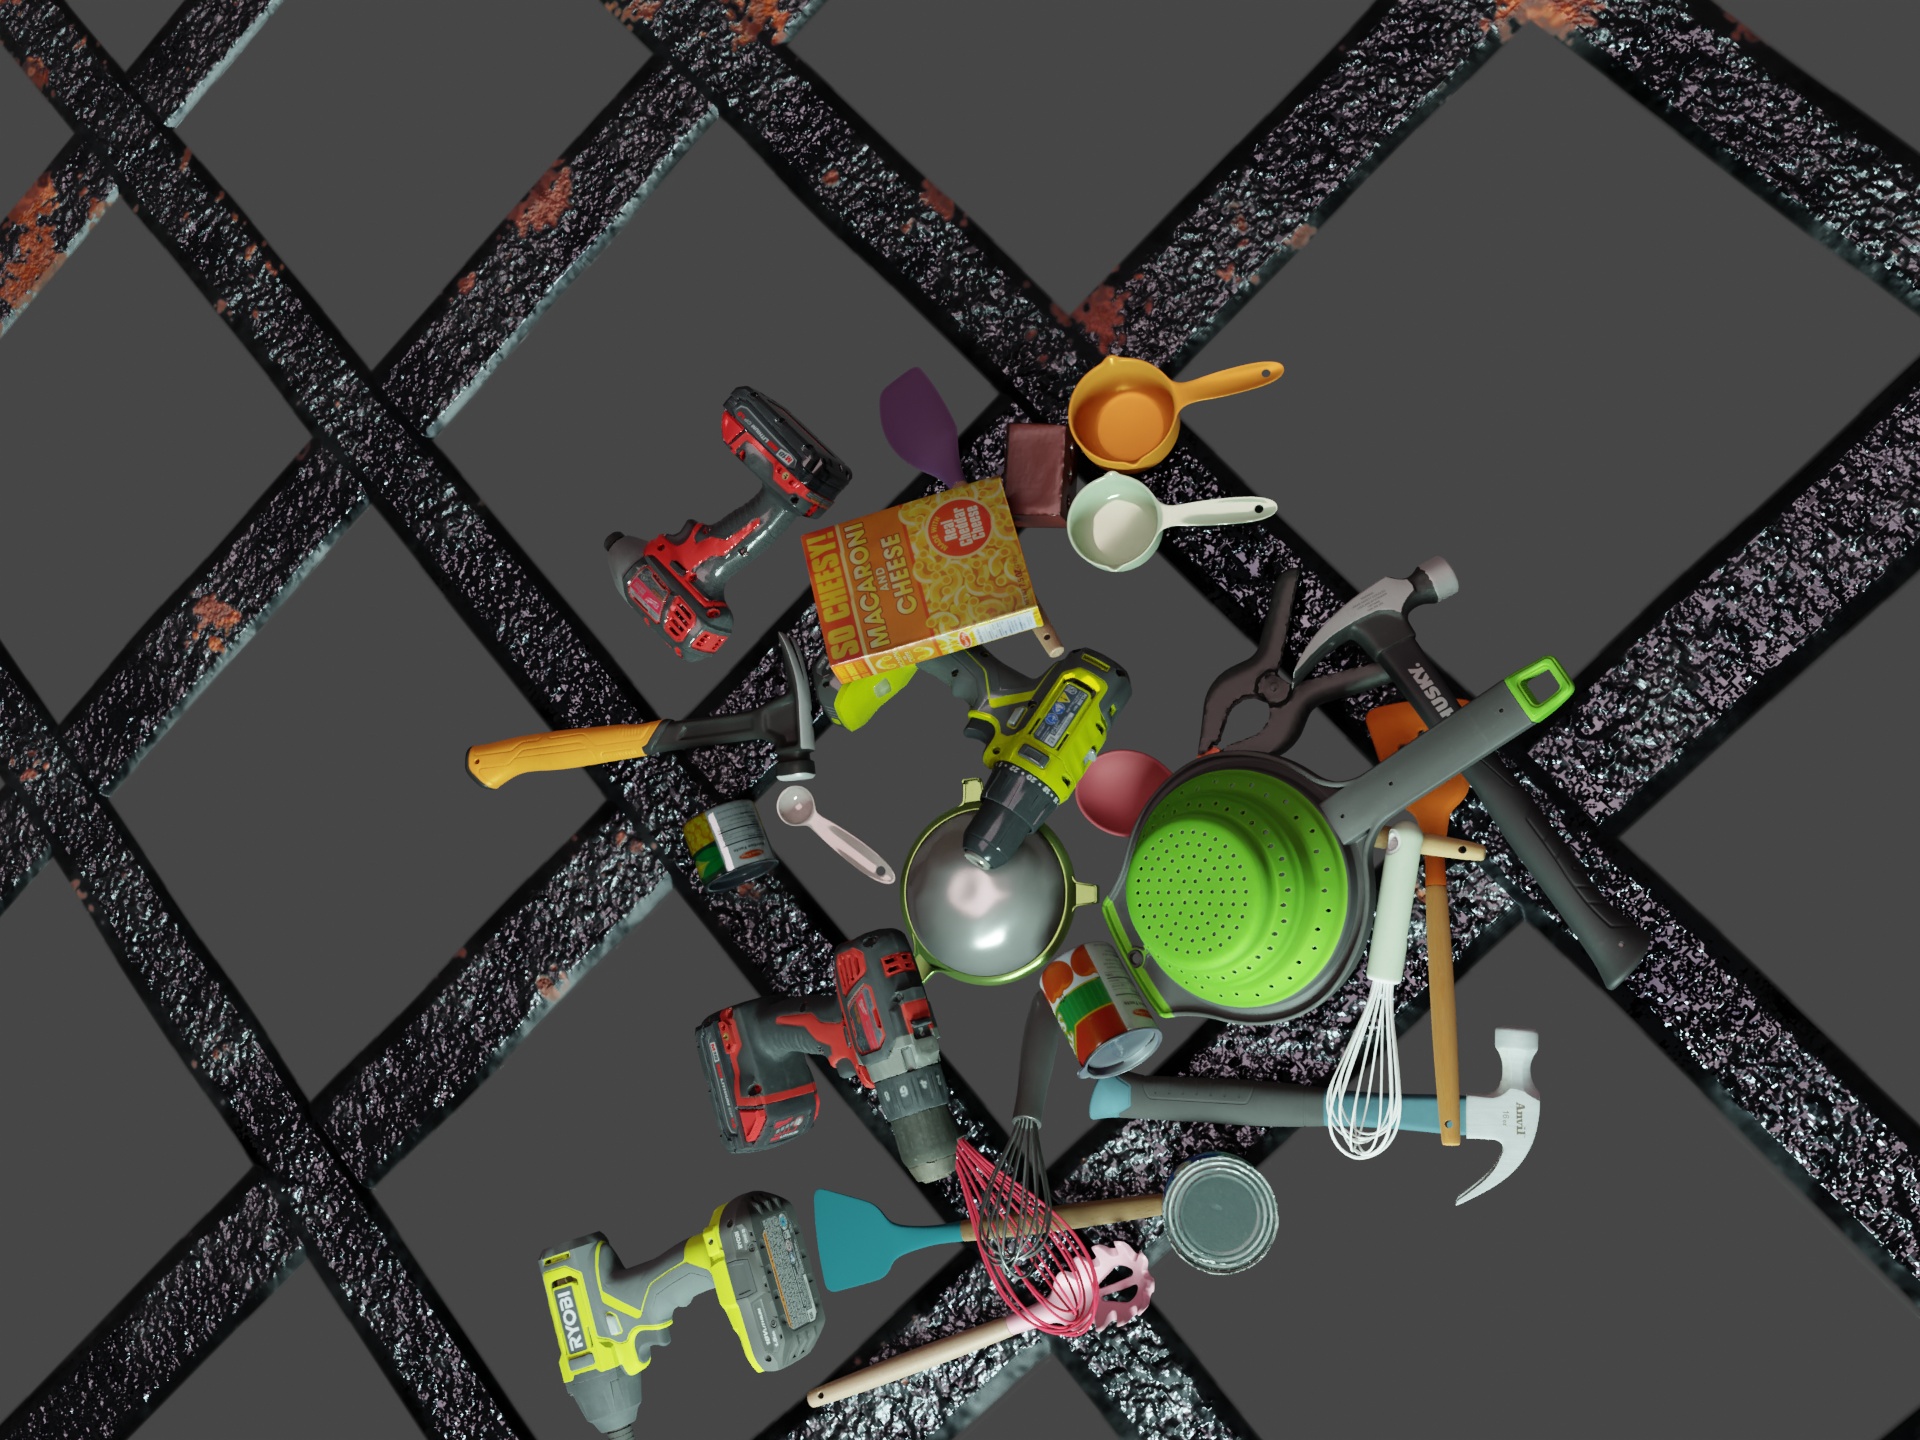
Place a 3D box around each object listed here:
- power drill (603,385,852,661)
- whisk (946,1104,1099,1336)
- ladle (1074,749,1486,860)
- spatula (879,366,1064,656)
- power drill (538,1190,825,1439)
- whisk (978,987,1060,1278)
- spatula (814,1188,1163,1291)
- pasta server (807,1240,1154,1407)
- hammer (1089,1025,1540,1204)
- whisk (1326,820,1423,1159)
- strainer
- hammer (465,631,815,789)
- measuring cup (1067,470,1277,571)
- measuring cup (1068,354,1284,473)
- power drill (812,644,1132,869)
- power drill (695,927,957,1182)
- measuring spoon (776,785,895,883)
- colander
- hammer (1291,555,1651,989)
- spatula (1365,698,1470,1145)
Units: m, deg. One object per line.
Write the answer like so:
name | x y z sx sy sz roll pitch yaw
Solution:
power drill | -0.212 -0.174 1.387 0.143 0.078 0.219 44 100 18
whisk | 0.007 0.343 1.227 0.073 0.073 0.296 -41 69 9
ladle | 0.237 0.074 1.212 0.315 0.031 0.069 9 92 27
spatula | 0.008 -0.173 1.313 0.060 0.018 0.316 -36 61 12
power drill | -0.233 0.491 1.311 0.223 0.080 0.171 -23 76 18
whisk | 0.053 0.304 1.201 0.055 0.055 0.239 -3 47 18
spatula | 0.029 0.399 1.264 0.317 0.044 0.082 -11 80 12
pasta server | 0.012 0.484 1.250 0.316 0.040 0.060 -26 63 15
hammer | 0.260 0.288 1.196 0.331 0.033 0.128 -1 82 18
whisk | 0.305 0.194 1.145 0.059 0.058 0.246 9 90 -17
strainer | -0.021 0.177 1.281 0.151 0.069 0.256 42 95 18
hammer | -0.289 0.009 1.409 0.337 0.034 0.127 -8 82 17
measuring cup | 0.171 -0.160 1.279 0.167 0.038 0.083 -3 82 15
measuring cup | 0.175 -0.253 1.283 0.173 0.052 0.095 -13 79 10
power drill | -0.002 -0.004 1.275 0.229 0.080 0.190 30 74 19
power drill | -0.098 0.279 1.240 0.226 0.080 0.188 -28 73 40
measuring spoon | -0.103 0.099 1.350 0.124 0.018 0.034 37 95 12
colander | 0.244 0.077 1.117 0.397 0.094 0.205 -39 67 27
hammer | 0.373 0.043 1.139 0.146 0.035 0.335 -28 66 -3
spatula | 0.348 0.144 1.166 0.081 0.041 0.323 -6 71 23
